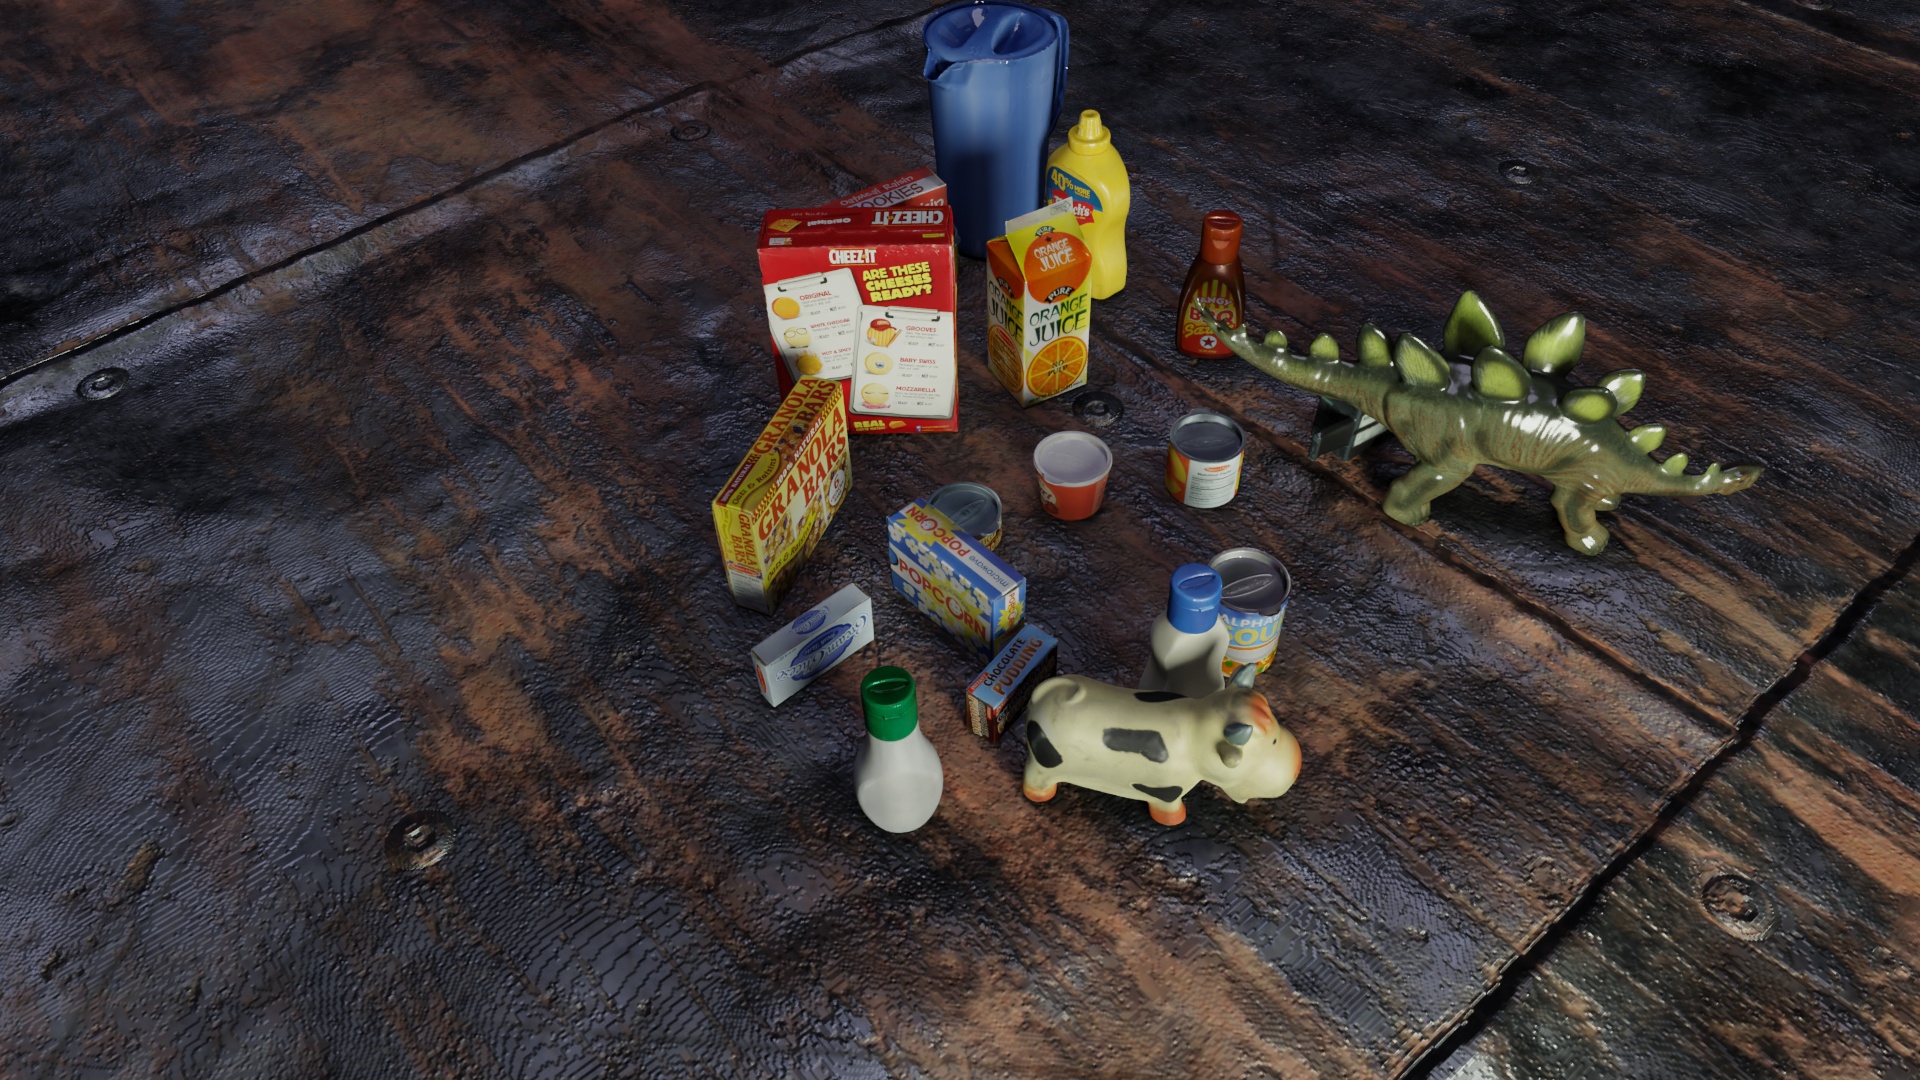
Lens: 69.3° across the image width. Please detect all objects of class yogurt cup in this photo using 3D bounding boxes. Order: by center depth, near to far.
[{"bbox_3d":[0.097,-0.055,1.214,0.072,0.053,0.073,-1,46,1],"label":"yogurt cup"}]

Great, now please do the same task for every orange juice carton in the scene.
[{"bbox_3d":[0.071,-0.224,1.280,0.072,0.191,0.073,-23,50,-19],"label":"orange juice carton"}]

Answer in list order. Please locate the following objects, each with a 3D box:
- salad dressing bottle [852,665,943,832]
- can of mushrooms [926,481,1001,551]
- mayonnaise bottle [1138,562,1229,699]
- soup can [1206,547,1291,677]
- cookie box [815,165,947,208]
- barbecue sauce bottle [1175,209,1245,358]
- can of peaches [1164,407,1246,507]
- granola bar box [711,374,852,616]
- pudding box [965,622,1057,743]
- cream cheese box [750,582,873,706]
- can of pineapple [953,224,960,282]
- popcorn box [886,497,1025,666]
[{"bbox_3d":[-0.045,0.146,0.963,0.064,0.146,0.044,-8,47,-6],"label":"salad dressing bottle"},{"bbox_3d":[0.004,-0.015,1.193,0.071,0.033,0.071,-1,46,1],"label":"can of mushrooms"},{"bbox_3d":[0.167,0.078,1.021,0.065,0.147,0.041,-15,48,-12],"label":"mayonnaise bottle"},{"bbox_3d":[0.219,0.059,1.081,0.071,0.083,0.072,-1,46,1],"label":"soup can"},{"bbox_3d":[-0.072,-0.262,1.338,0.123,0.166,0.040,-27,51,-22],"label":"cookie box"},{"bbox_3d":[0.242,-0.243,1.323,0.065,0.147,0.044,6,47,8],"label":"barbecue sauce bottle"},{"bbox_3d":[0.215,-0.072,1.224,0.071,0.057,0.071,-1,46,1],"label":"can of peaches"},{"bbox_3d":[-0.145,-0.039,1.158,0.039,0.123,0.166,15,49,15],"label":"granola bar box"},{"bbox_3d":[0.039,0.109,1.063,0.030,0.049,0.084,29,54,26],"label":"pudding box"},{"bbox_3d":[-0.115,0.081,1.091,0.104,0.053,0.024,-34,54,-27],"label":"cream cheese box"},{"bbox_3d":[-0.034,-0.295,1.443,0.071,0.057,0.071,-1,46,1],"label":"can of pineapple"},{"bbox_3d":[-0.003,0.034,1.111,0.038,0.084,0.127,-34,54,-27],"label":"popcorn box"}]
